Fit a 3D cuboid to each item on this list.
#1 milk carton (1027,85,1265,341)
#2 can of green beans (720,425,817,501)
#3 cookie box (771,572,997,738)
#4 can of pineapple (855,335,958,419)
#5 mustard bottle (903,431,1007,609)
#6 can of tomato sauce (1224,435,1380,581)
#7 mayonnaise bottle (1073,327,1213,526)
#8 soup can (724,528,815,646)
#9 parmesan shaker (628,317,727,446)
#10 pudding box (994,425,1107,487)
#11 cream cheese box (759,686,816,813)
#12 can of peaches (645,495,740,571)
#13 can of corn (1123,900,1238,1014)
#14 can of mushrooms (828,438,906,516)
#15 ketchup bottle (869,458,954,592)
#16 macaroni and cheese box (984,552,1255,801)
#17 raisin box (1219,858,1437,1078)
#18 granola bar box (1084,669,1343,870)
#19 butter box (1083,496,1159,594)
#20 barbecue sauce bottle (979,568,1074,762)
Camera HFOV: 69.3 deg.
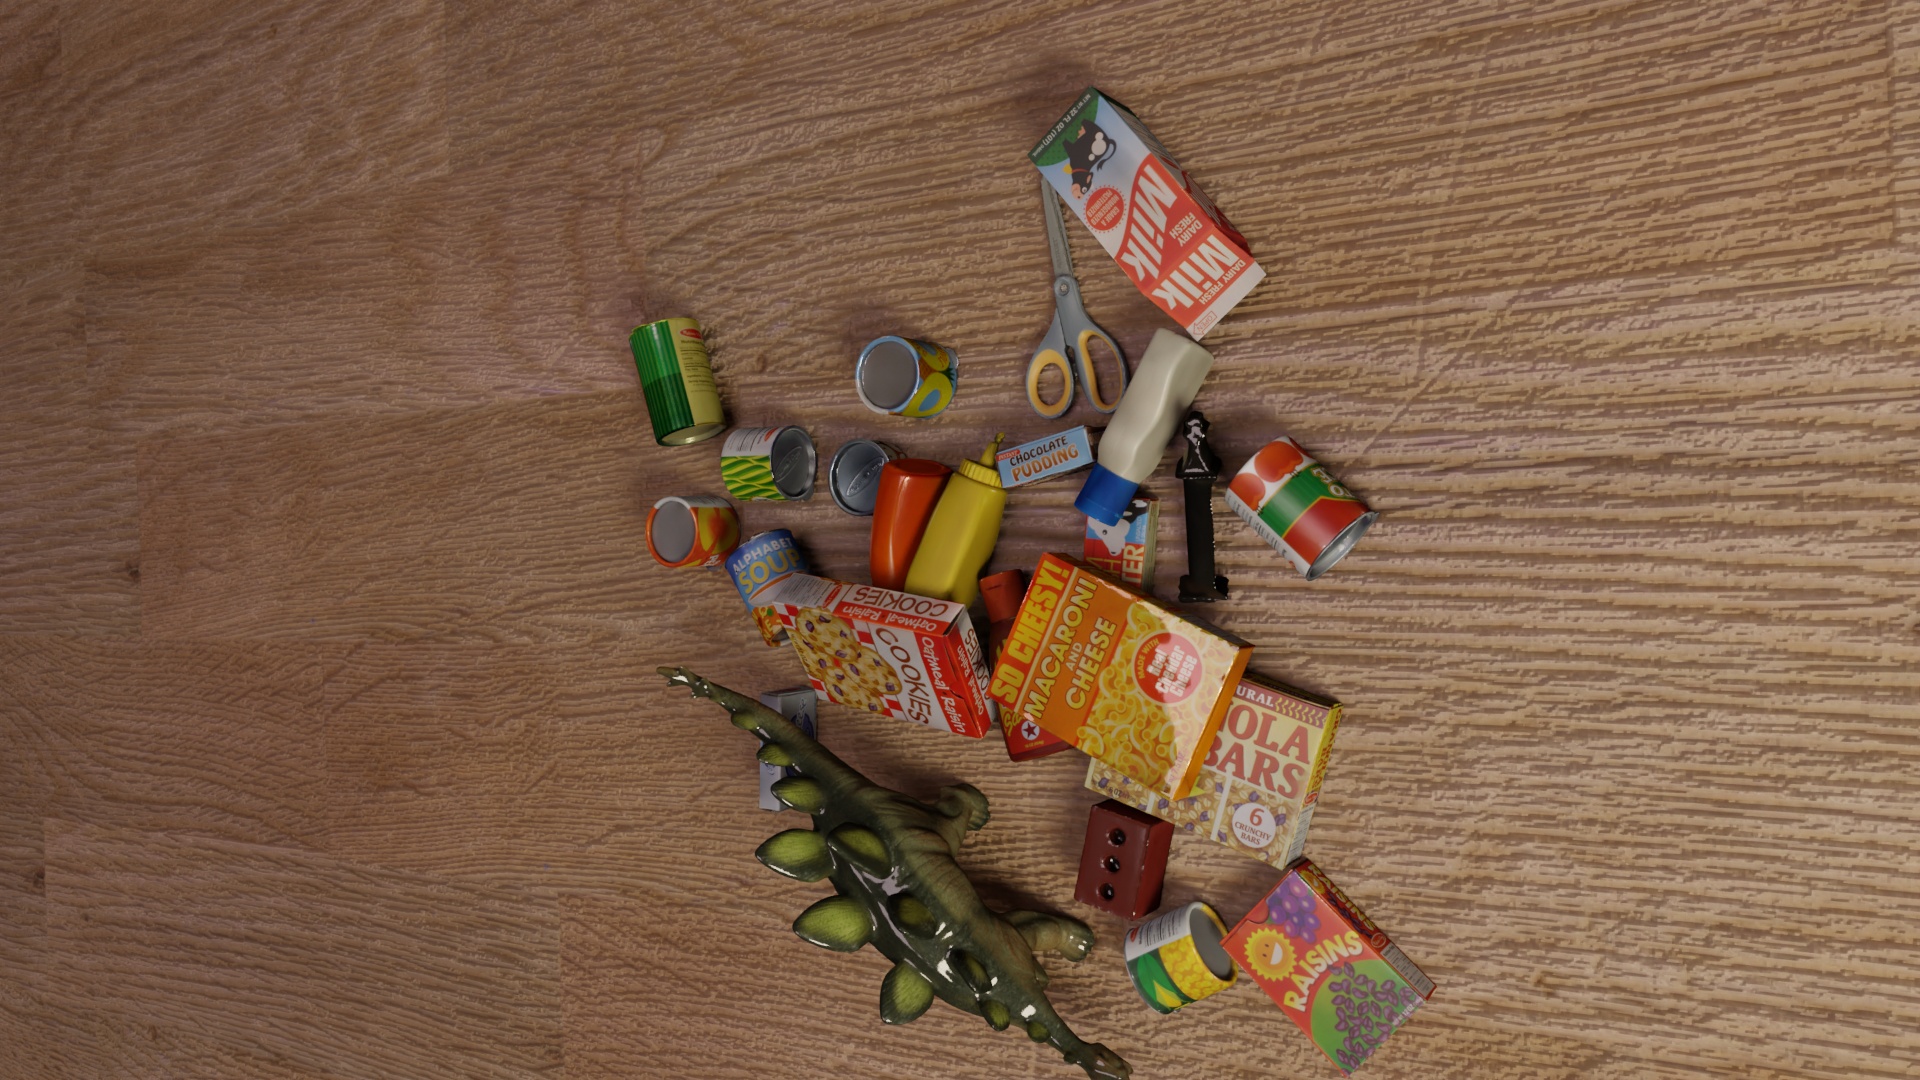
[{"bbox_3d":[0.142,-0.240,1.030,0.072,0.073,0.191,-45,70,23],"label":"milk carton"},{"bbox_3d":[-0.168,-0.067,1.221,0.058,0.071,0.071,0,91,31],"label":"can of green beans"},{"bbox_3d":[-0.060,0.094,1.134,0.167,0.040,0.122,9,137,30],"label":"cookie box"},{"bbox_3d":[-0.044,-0.136,1.151,0.071,0.058,0.071,0,91,31],"label":"can of pineapple"},{"bbox_3d":[0.004,-0.014,1.124,0.049,0.065,0.160,24,97,25],"label":"mustard bottle"},{"bbox_3d":[0.240,-0.025,0.980,0.083,0.071,0.071,47,113,22],"label":"can of tomato sauce"},{"bbox_3d":[0.134,-0.083,1.034,0.041,0.065,0.148,32,99,28],"label":"mayonnaise bottle"},{"bbox_3d":[-0.159,0.041,1.214,0.071,0.071,0.084,-39,73,26],"label":"soup can"},{"bbox_3d":[-0.261,-0.144,1.272,0.071,0.071,0.103,-21,80,29],"label":"parmesan shaker"},{"bbox_3d":[0.075,-0.065,1.086,0.083,0.050,0.030,-16,85,30],"label":"pudding box"},{"bbox_3d":[-0.151,0.183,1.222,0.024,0.053,0.103,2,92,33],"label":"cream cheese box"},{"bbox_3d":[-0.245,-0.006,1.273,0.071,0.058,0.071,0,90,31],"label":"can of peaches"},{"bbox_3d":[0.165,0.310,1.029,0.058,0.071,0.071,-34,74,27],"label":"can of corn"},{"bbox_3d":[-0.076,-0.052,1.186,0.071,0.033,0.071,0,90,30],"label":"can of mushrooms"},{"bbox_3d":[-0.048,0.007,1.156,0.043,0.065,0.148,28,114,41],"label":"ketchup bottle"},{"bbox_3d":[0.115,0.097,1.024,0.167,0.040,0.123,27,100,28],"label":"macaroni and cheese box"},{"bbox_3d":[0.260,0.302,0.987,0.123,0.040,0.085,45,113,23],"label":"raisin box"},{"bbox_3d":[0.184,0.153,1.030,0.166,0.039,0.124,19,99,29],"label":"granola bar box"},{"bbox_3d":[0.122,0.016,1.074,0.053,0.024,0.103,7,94,30],"label":"butter box"},{"bbox_3d":[0.051,0.098,1.106,0.064,0.044,0.148,-20,80,29],"label":"barbecue sauce bottle"}]
